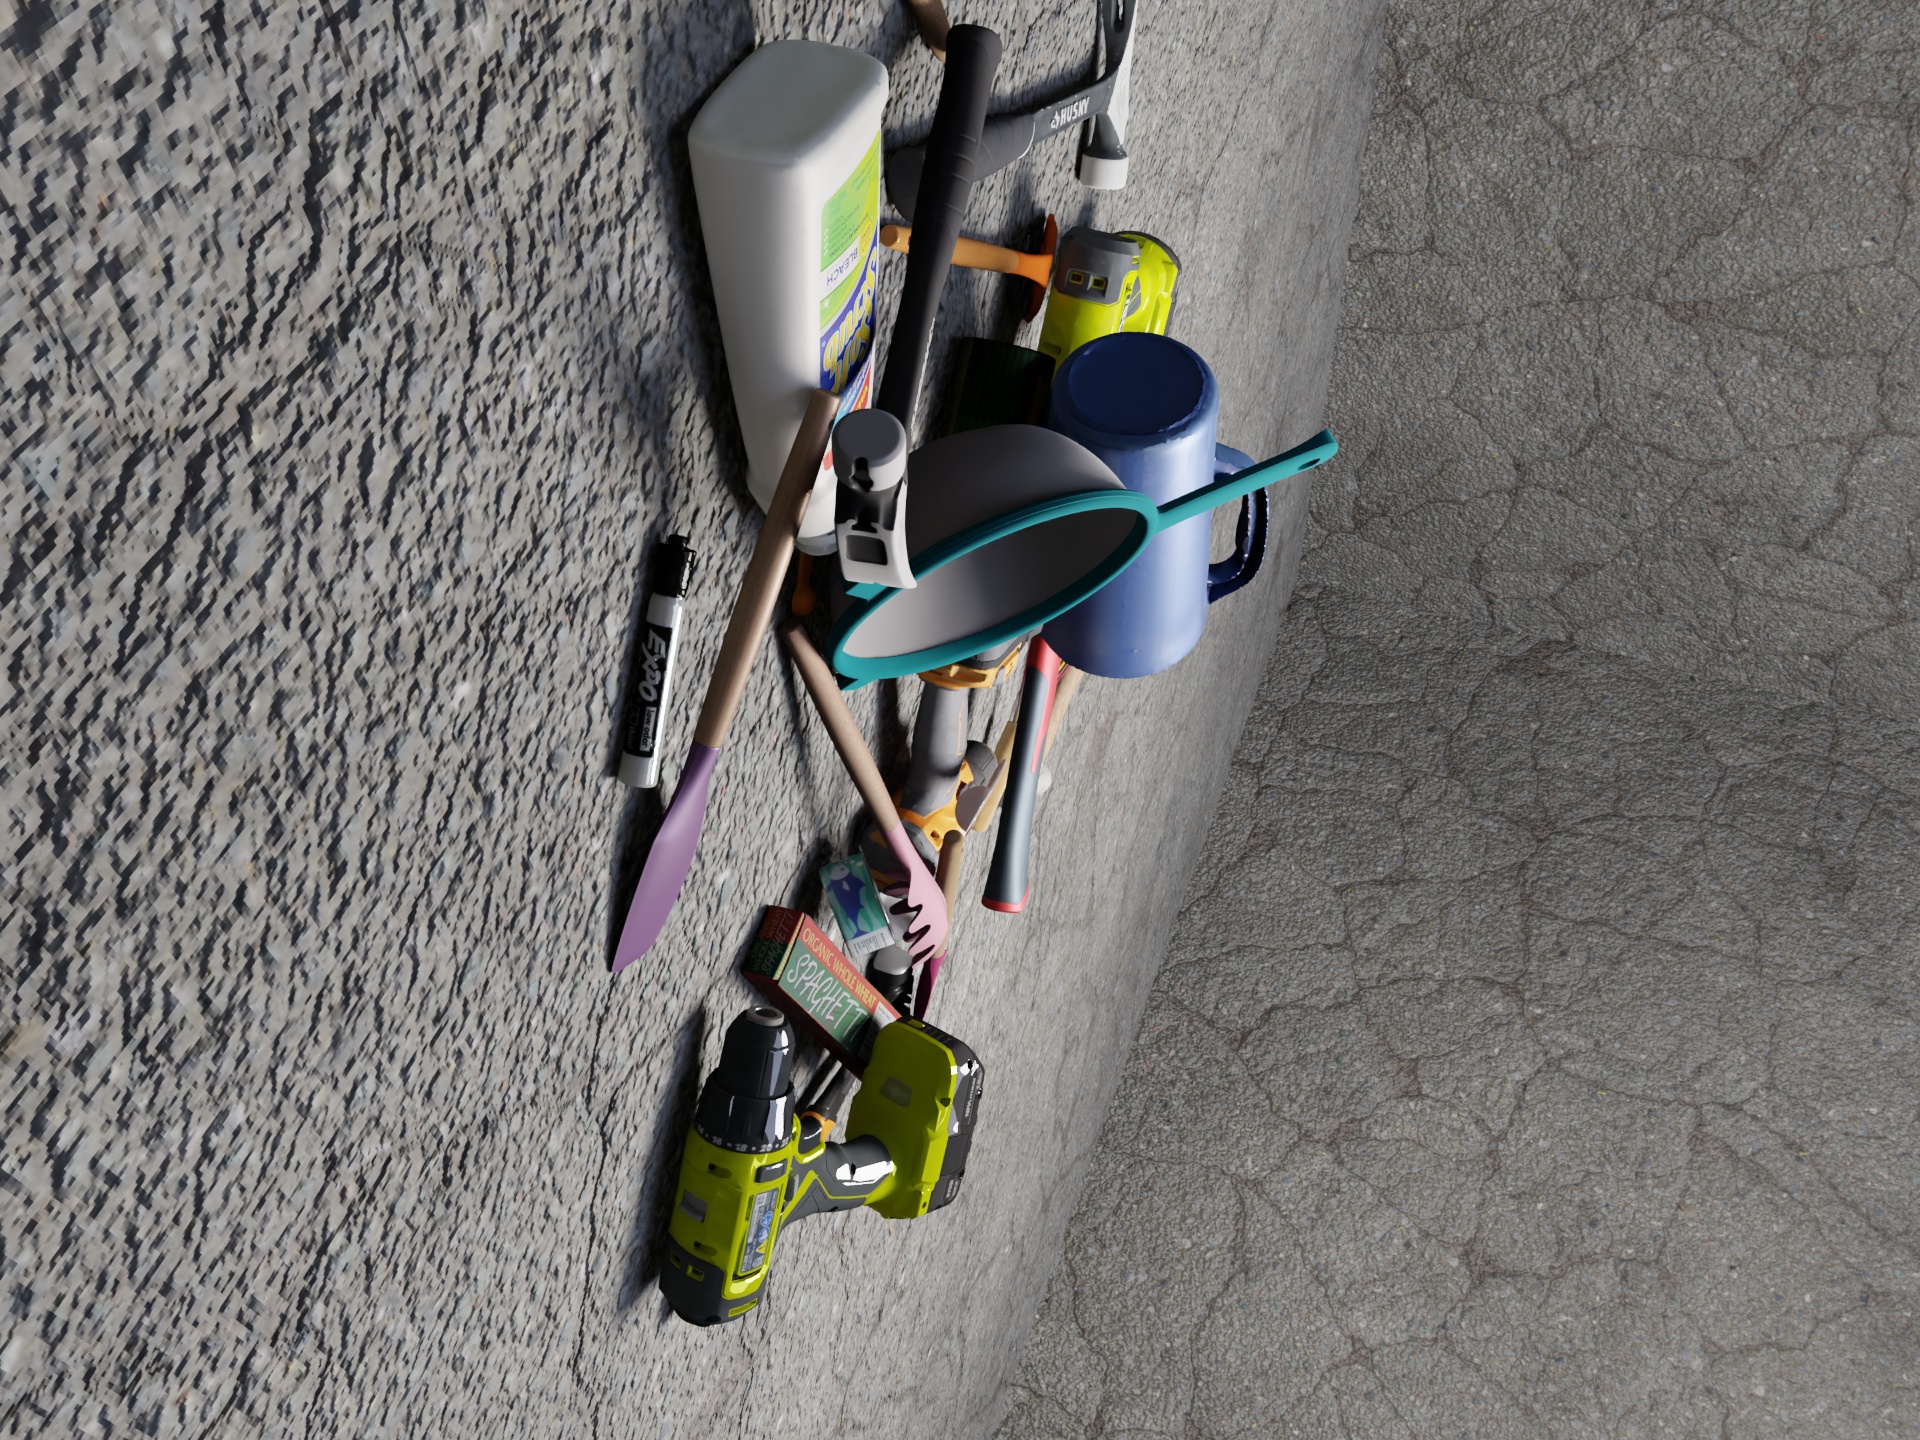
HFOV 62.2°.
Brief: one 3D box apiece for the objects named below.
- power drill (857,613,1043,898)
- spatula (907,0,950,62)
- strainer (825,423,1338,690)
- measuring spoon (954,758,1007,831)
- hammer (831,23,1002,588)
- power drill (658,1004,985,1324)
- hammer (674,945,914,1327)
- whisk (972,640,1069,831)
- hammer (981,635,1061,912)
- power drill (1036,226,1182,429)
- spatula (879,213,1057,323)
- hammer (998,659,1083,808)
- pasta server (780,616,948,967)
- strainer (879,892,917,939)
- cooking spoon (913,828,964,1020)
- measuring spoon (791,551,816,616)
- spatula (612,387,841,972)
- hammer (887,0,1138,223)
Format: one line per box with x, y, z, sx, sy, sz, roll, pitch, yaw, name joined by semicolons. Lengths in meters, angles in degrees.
-0.002;-0.004;1.159;0.185;0.084;0.226;-47;153;-58;power drill
-0.033;-0.396;0.740;0.317;0.044;0.082;33;69;-75;spatula
0.061;-0.137;0.954;0.211;0.340;0.095;106;-41;-73;strainer
0.015;0.046;1.121;0.034;0.018;0.124;-60;178;18;measuring spoon
-0.017;-0.221;0.802;0.146;0.035;0.335;93;6;-64;hammer
-0.086;0.262;1.020;0.228;0.080;0.190;-2;107;-53;power drill
-0.112;0.307;1.152;0.337;0.034;0.127;-51;151;-55;hammer
0.062;-0.015;1.391;0.245;0.047;0.051;-67;165;5;whisk
0.058;-0.033;1.295;0.143;0.038;0.386;3;99;-60;hammer
0.104;-0.290;1.214;0.223;0.080;0.171;-51;156;-64;power drill
0.014;-0.302;1.037;0.322;0.041;0.081;-25;131;-65;spatula
0.106;-0.059;1.454;0.331;0.031;0.130;-68;166;20;hammer
-0.061;0.052;1.011;0.315;0.040;0.060;68;-3;-45;pasta server
-0.020;0.103;1.270;0.258;0.050;0.086;-59;164;-53;strainer
-0.018;0.162;1.199;0.318;0.017;0.069;100;9;-58;cooking spoon
-0.080;-0.115;0.903;0.021;0.011;0.117;-29;132;-69;measuring spoon
-0.115;-0.013;0.782;0.315;0.018;0.060;-68;167;20;spatula
0.046;-0.391;1.038;0.409;0.036;0.149;-51;151;-55;hammer
